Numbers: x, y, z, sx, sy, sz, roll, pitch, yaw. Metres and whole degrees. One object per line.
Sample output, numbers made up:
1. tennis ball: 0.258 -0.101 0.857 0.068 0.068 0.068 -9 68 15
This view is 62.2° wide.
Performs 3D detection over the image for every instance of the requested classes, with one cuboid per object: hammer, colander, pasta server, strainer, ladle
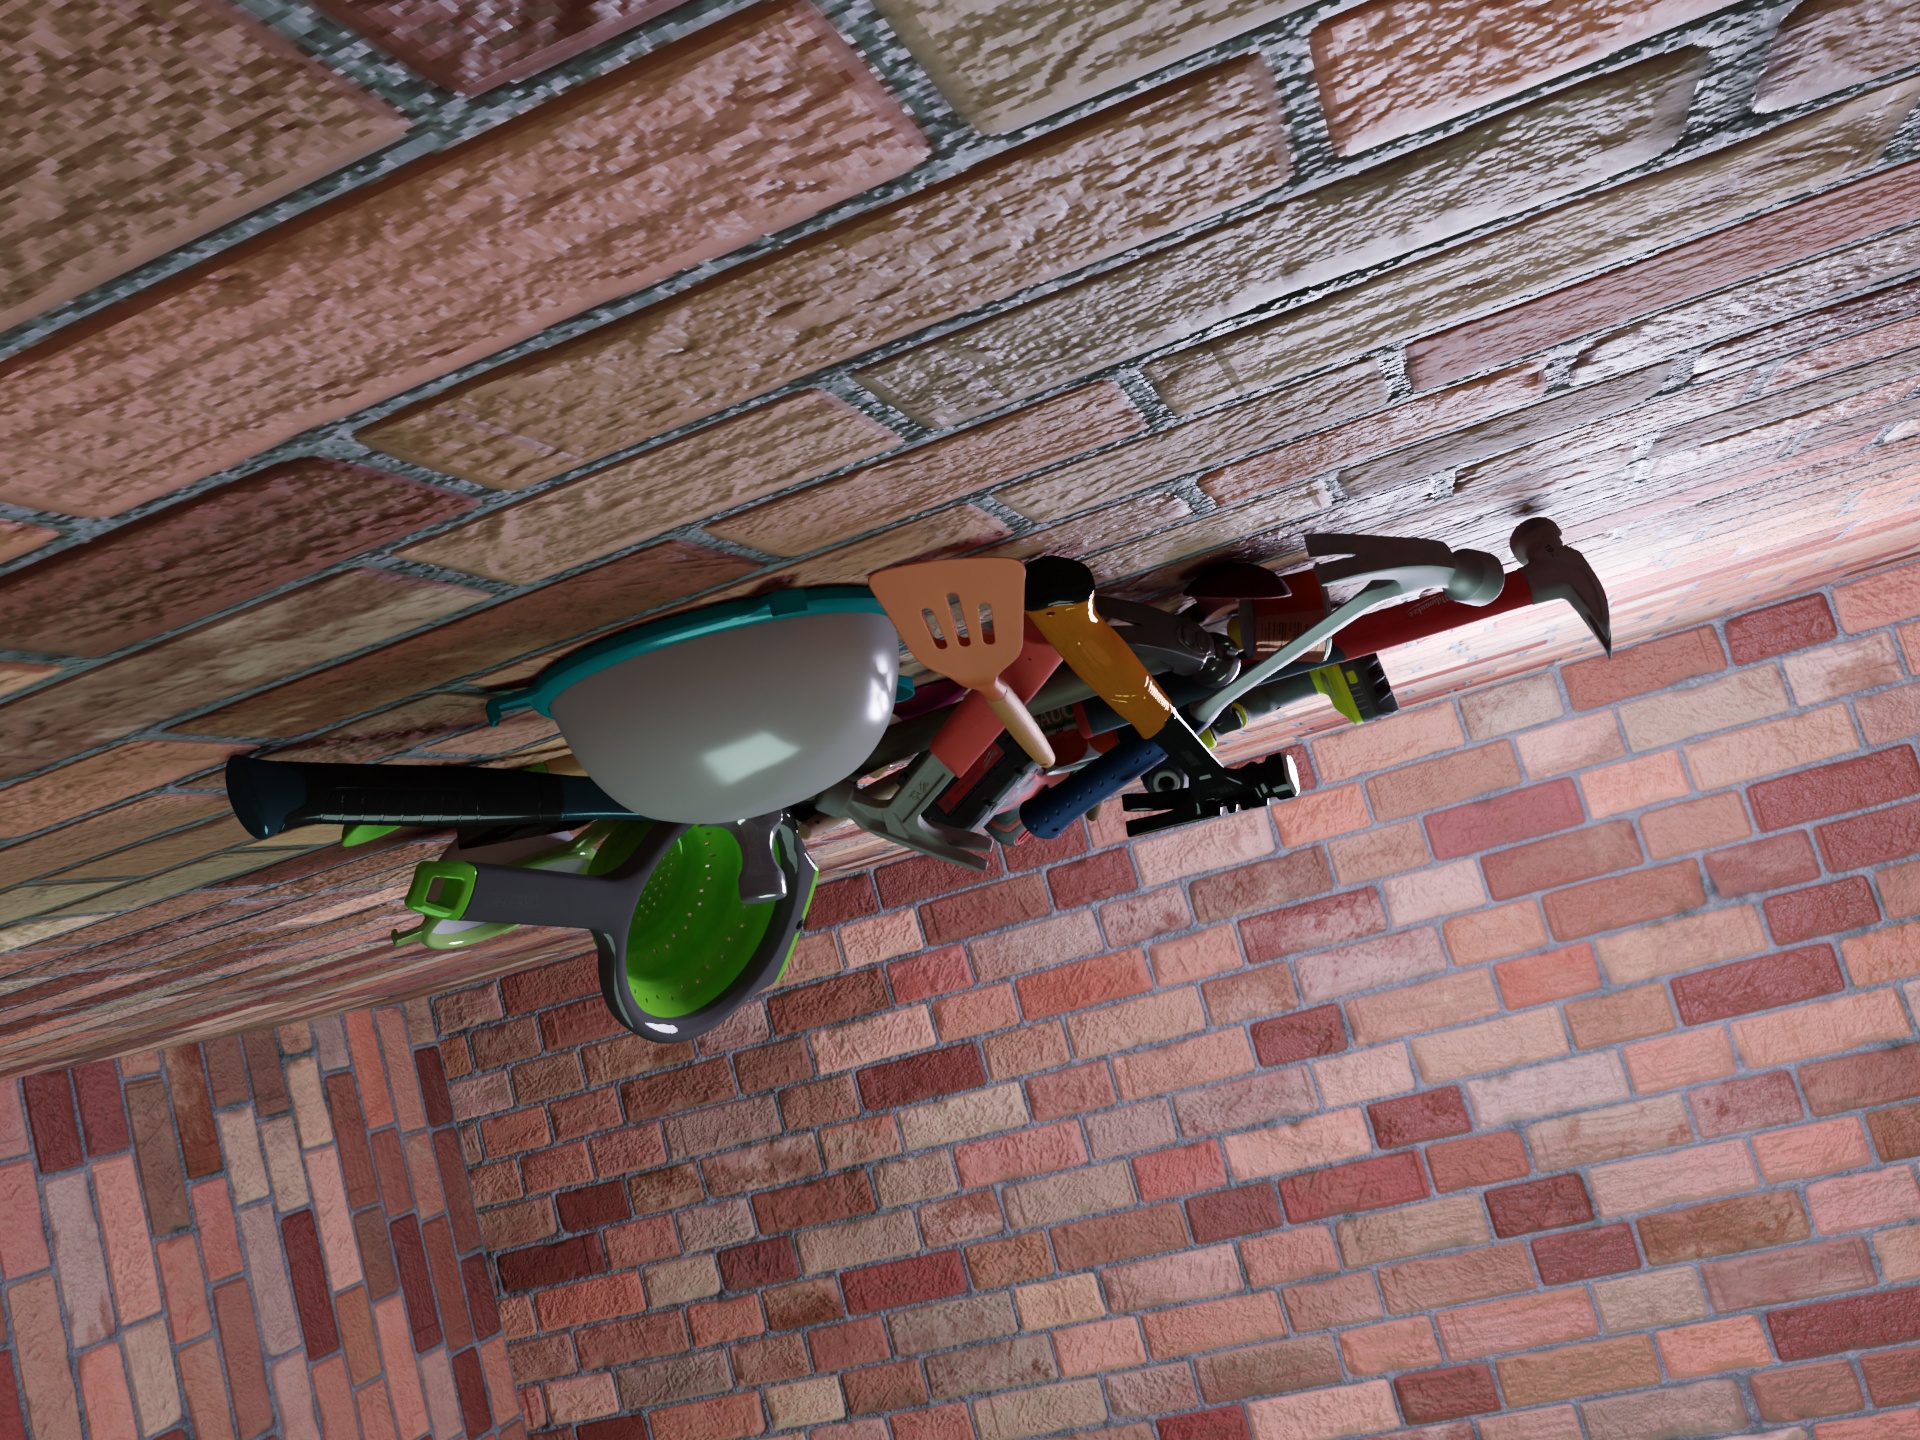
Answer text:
1. hammer: 0.108 -0.008 0.999 0.127 0.034 0.336 -16 150 21
2. hammer: -0.246 0.046 0.915 0.330 0.128 0.033 3 161 -41
3. colander: -0.260 0.121 1.147 0.094 0.204 0.396 20 -179 31
4. hammer: 0.167 -0.012 1.084 0.144 0.035 0.405 6 151 -35
5. pasta server: -0.056 0.057 1.375 0.040 0.060 0.316 -60 165 25
6. hammer: 0.273 -0.046 1.174 0.386 0.143 0.038 -17 128 8
7. hammer: 0.011 0.016 1.123 0.149 0.037 0.359 21 150 -11
8. strainer: -0.096 0.006 0.929 0.211 0.095 0.340 -18 171 21
9. strainer: -0.327 0.088 1.250 0.256 0.069 0.151 -36 166 16
10. ladle: 0.169 -0.072 1.156 0.069 0.031 0.315 0 173 -6
11. hammer: -0.002 -0.004 1.187 0.410 0.038 0.146 -20 157 39

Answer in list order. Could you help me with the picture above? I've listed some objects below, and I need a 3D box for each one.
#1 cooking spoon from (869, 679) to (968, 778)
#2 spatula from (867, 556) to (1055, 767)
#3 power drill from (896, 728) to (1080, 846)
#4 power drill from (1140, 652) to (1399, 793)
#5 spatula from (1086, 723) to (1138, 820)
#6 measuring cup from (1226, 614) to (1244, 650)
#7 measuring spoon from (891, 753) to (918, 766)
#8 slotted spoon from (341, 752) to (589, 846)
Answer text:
1. cooking spoon: -0.046 0.011 1.342 0.068 0.017 0.319 -13 170 -15
2. spatula: 0.025 -0.021 0.937 0.081 0.041 0.322 -5 165 11
3. power drill: 0.060 0.032 1.393 0.188 0.080 0.226 -47 161 13
4. power drill: 0.254 -0.008 1.377 0.228 0.080 0.191 -23 -166 14
5. spatula: 0.134 0.043 1.401 0.044 0.082 0.317 7 161 4
6. measuring cup: 0.230 -0.075 1.307 0.062 0.029 0.156 -14 -176 -9
7. measuring spoon: -0.043 0.028 1.541 0.034 0.018 0.124 -18 179 18
8. slotted spoon: -0.250 0.029 1.053 0.313 0.031 0.070 -14 166 -29
